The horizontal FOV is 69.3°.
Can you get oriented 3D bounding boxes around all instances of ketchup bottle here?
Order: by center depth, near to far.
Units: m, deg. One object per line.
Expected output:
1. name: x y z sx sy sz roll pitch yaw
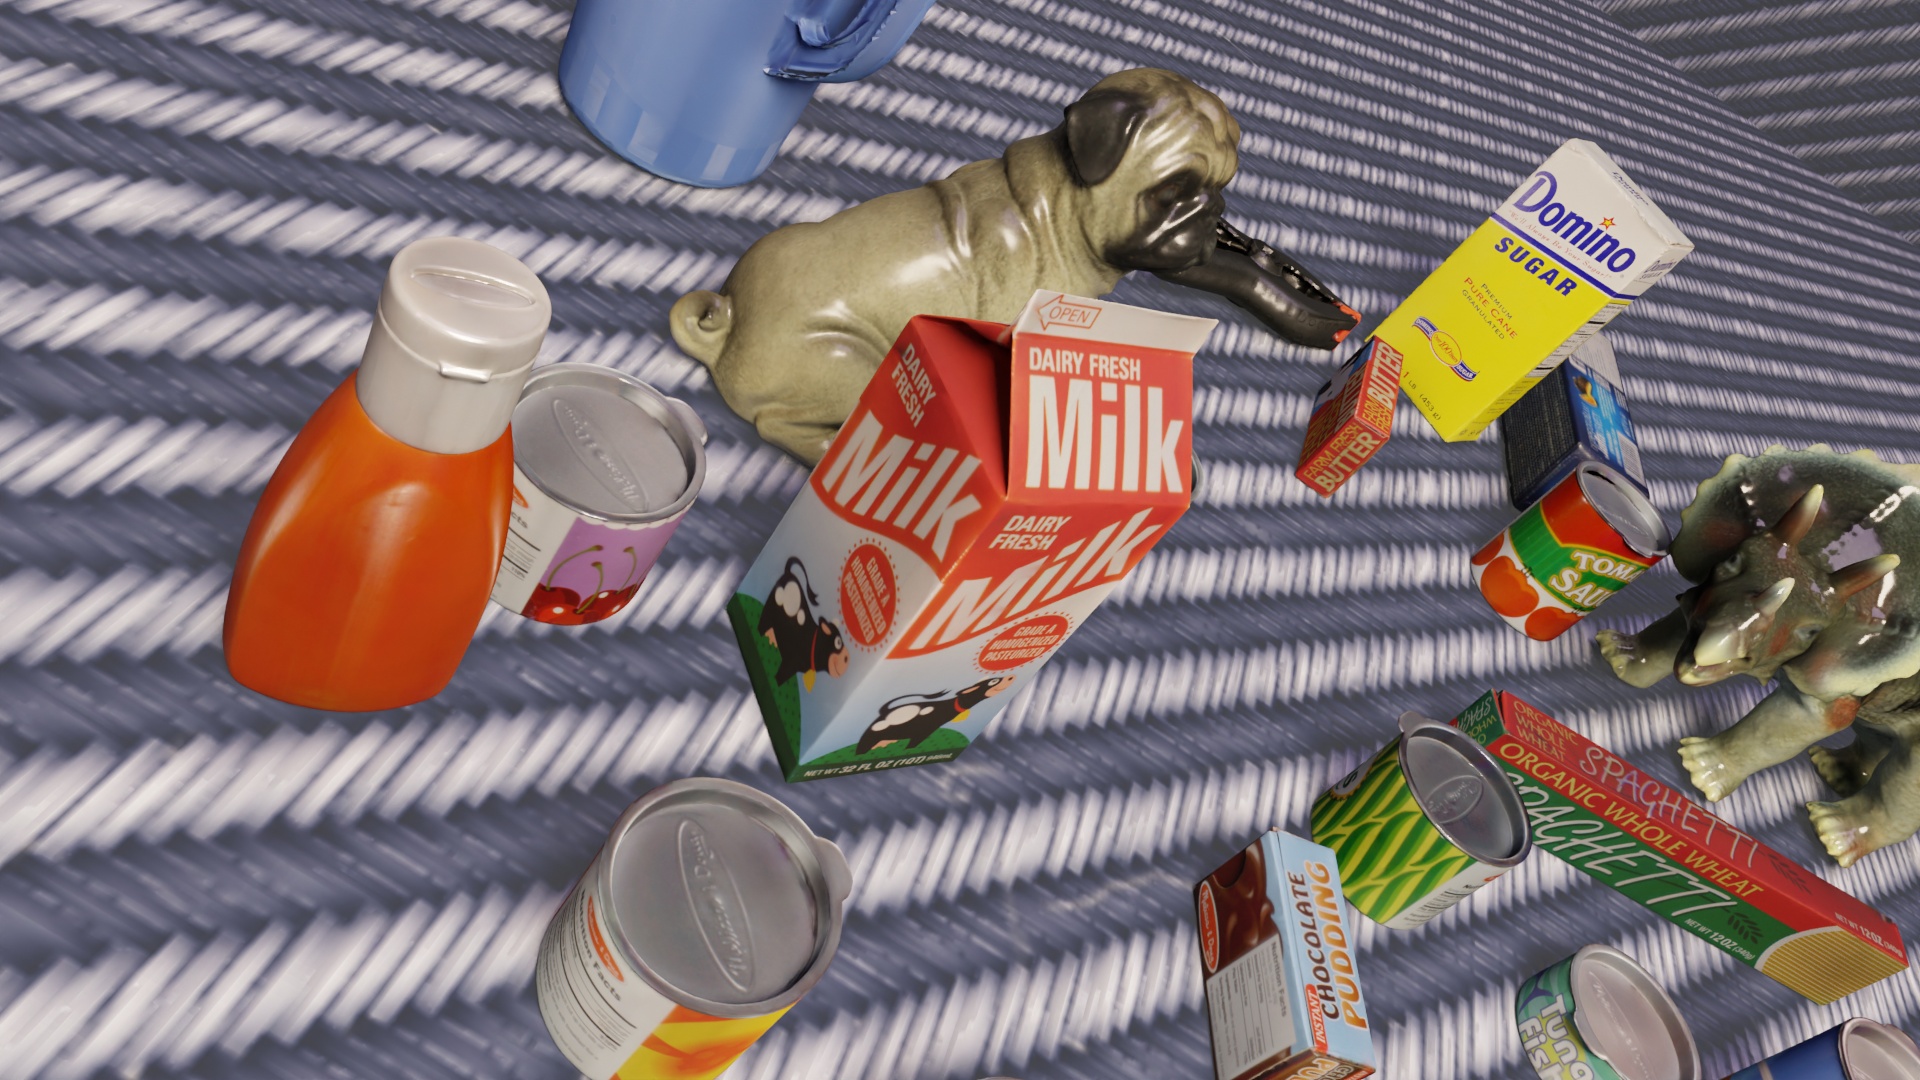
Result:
1. ketchup bottle: -0.146 -0.012 0.361 0.065 0.148 0.044 9 47 -32

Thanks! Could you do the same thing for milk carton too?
1. milk carton: 0.002 -0.005 0.436 0.072 0.189 0.074 1 52 -38

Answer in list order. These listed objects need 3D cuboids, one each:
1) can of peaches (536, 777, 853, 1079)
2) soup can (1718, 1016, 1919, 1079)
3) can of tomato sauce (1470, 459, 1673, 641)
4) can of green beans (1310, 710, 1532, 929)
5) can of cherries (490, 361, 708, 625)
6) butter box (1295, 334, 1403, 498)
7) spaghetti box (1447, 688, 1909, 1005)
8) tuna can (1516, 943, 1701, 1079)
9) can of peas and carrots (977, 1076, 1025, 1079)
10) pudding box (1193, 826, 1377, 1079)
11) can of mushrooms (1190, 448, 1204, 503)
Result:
1. can of peaches: -0.072 0.107 0.374 0.071 0.057 0.071 21 41 -20
2. soup can: 0.336 0.234 0.545 0.071 0.083 0.072 21 41 -20
3. can of tomato sauce: 0.338 0.008 0.770 0.071 0.082 0.071 21 41 -20
4. can of green beans: 0.186 0.116 0.566 0.071 0.057 0.071 21 41 -20
5. can of cherries: -0.122 -0.015 0.454 0.071 0.058 0.072 21 41 -20
6. butter box: 0.219 -0.071 0.780 0.024 0.053 0.104 36 39 -4
7. spaghetti box: 0.333 0.148 0.655 0.250 0.050 0.029 29 39 -11
8. tuna can: 0.258 0.200 0.559 0.071 0.032 0.071 21 41 -20
9. can of peas and carrots: 0.005 0.183 0.358 0.071 0.058 0.071 21 41 -20
10. pudding box: 0.110 0.149 0.481 0.030 0.049 0.084 22 41 -20
11. can of mushrooms: 0.077 -0.031 0.645 0.071 0.033 0.071 21 41 -20
